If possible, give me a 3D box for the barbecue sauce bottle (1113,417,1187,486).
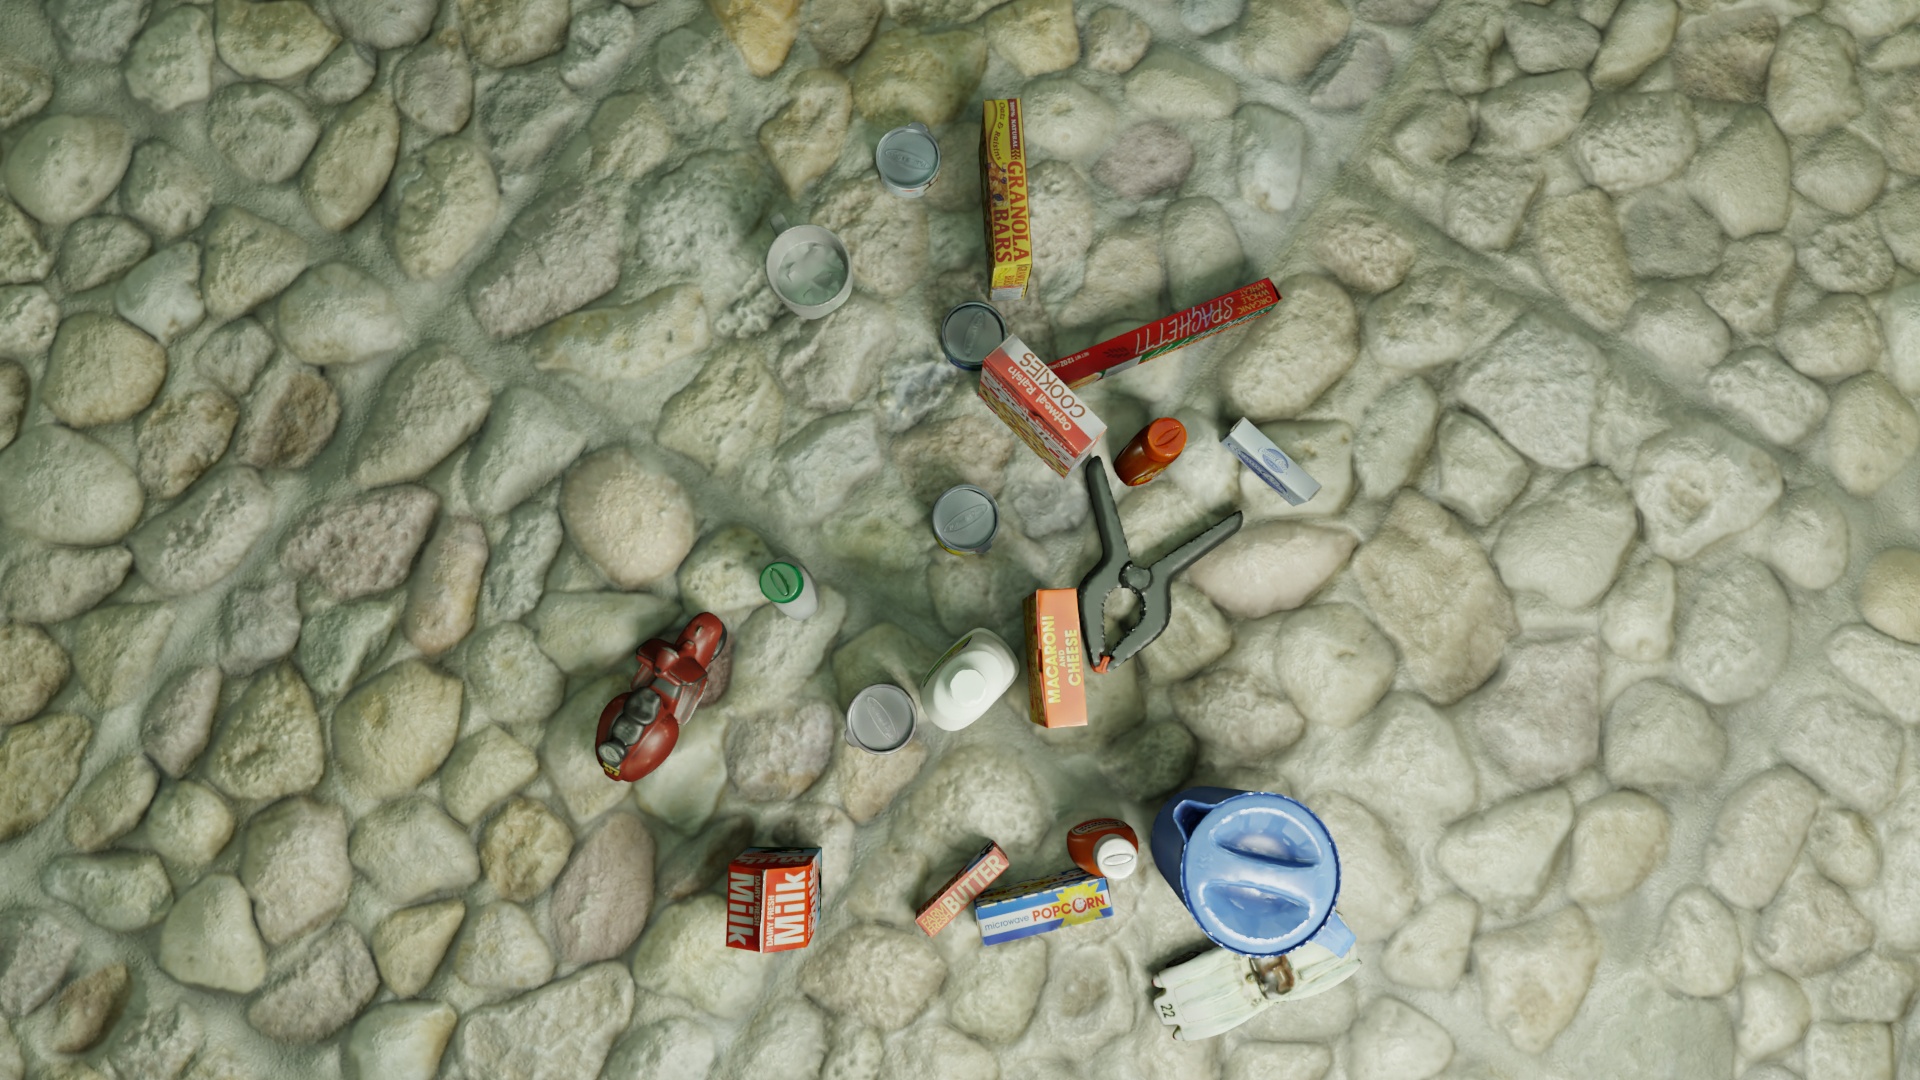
[{"bbox_3d":[0.185,-0.088,1.329,0.065,0.148,0.043,-33,86,-4],"label":"barbecue sauce bottle"}]

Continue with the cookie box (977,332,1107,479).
[{"bbox_3d":[0.074,-0.123,1.321,0.123,0.167,0.040,45,85,3],"label":"cookie box"}]

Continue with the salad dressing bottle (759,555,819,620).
[{"bbox_3d":[-0.163,0.043,1.307,0.044,0.147,0.064,-30,86,-4],"label":"salad dressing bottle"}]

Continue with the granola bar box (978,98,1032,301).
[{"bbox_3d":[0.044,-0.331,1.365,0.039,0.124,0.165,-4,84,-2],"label":"granola bar box"}]

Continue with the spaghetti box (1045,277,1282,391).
[{"bbox_3d":[0.199,-0.202,1.392,0.250,0.050,0.028,-22,85,-4],"label":"spaghetti box"}]

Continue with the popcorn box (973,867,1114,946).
[{"bbox_3d":[0.076,0.343,1.311,0.127,0.085,0.038,-13,85,-3],"label":"popcorn box"}]

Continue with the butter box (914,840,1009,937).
[{"bbox_3d":[0.002,0.332,1.326,0.103,0.053,0.024,-42,87,-5],"label":"butter box"}]

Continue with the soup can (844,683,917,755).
[{"bbox_3d":[-0.076,0.171,1.327,0.071,0.083,0.071,0,84,-1],"label":"soup can"}]

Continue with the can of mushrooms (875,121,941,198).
[{"bbox_3d":[-0.052,-0.387,1.414,0.071,0.033,0.071,0,84,-1],"label":"can of mushrooms"}]

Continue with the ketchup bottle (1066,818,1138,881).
[{"bbox_3d":[0.136,0.287,1.286,0.065,0.148,0.043,-10,85,-2],"label":"ketchup bottle"}]

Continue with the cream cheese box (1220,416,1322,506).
[{"bbox_3d":[0.307,-0.076,1.379,0.104,0.053,0.024,42,85,3],"label":"cream cheese box"}]

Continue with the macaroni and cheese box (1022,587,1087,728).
[{"bbox_3d":[0.085,0.111,1.296,0.040,0.166,0.124,-4,84,-2],"label":"macaroni and cheese box"}]

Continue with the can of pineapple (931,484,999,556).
[{"bbox_3d":[0.005,-0.017,1.362,0.071,0.058,0.071,0,84,-1],"label":"can of pineapple"}]

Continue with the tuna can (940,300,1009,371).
[{"bbox_3d":[0.016,-0.204,1.396,0.071,0.033,0.071,0,84,-1],"label":"tuna can"}]

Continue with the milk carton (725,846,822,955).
[{"bbox_3d":[-0.168,0.322,1.254,0.073,0.190,0.072,1,84,-1],"label":"milk carton"}]
